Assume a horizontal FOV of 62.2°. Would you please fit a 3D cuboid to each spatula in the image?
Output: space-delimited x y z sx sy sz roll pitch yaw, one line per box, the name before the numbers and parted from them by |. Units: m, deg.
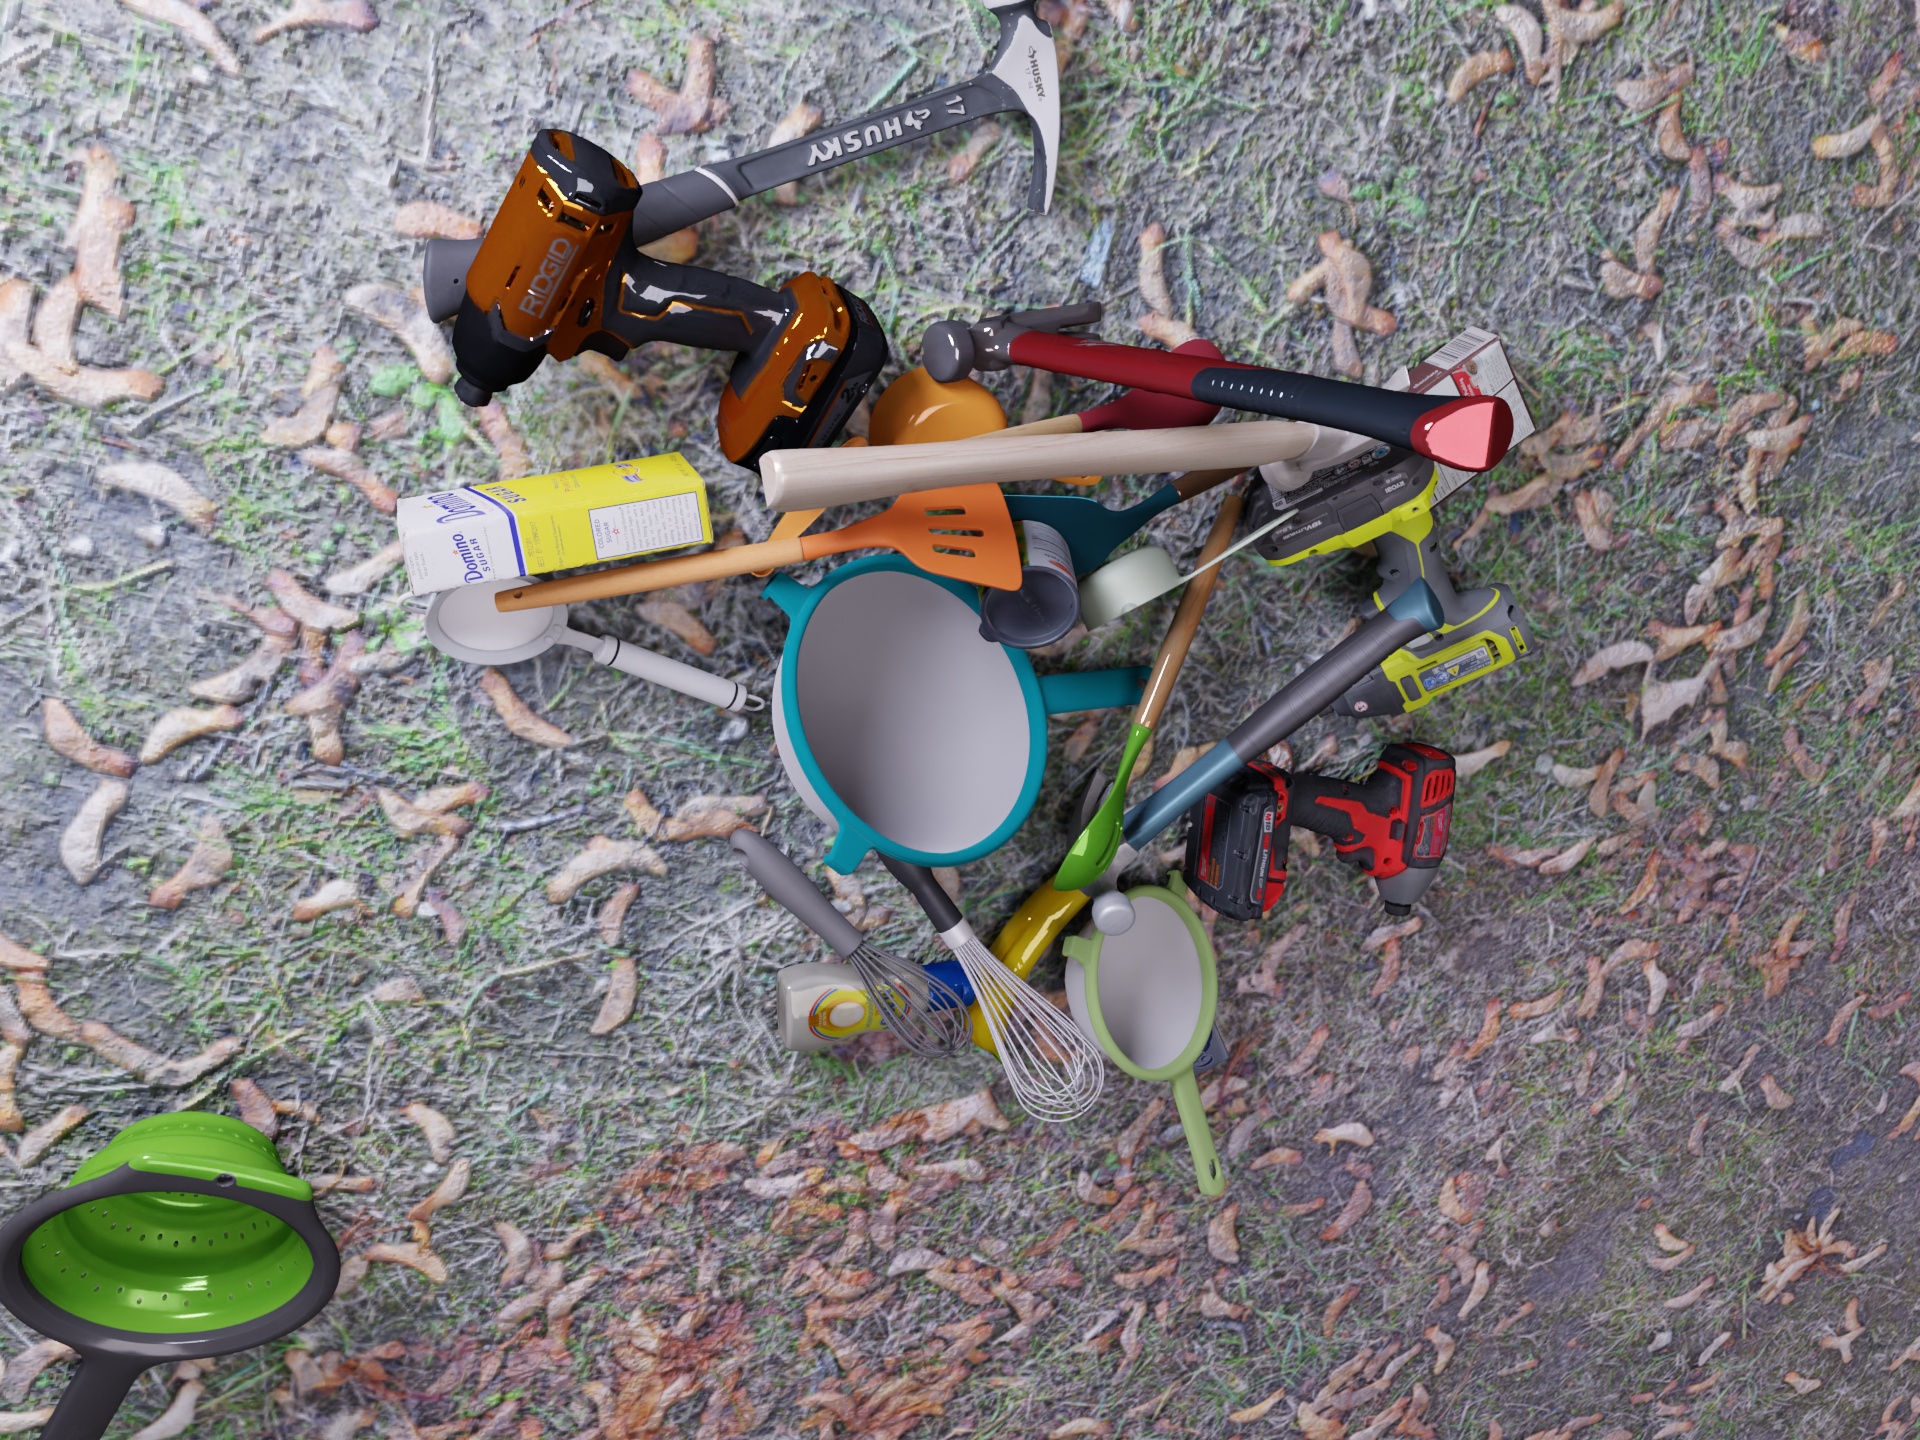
spatula | -0.121 -0.097 0.980 0.322 0.041 0.081 -11 72 -7
spatula | 0.162 -0.174 1.113 0.317 0.044 0.082 -28 131 -20

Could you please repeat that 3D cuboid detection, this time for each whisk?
whisk | -0.078 0.162 1.149 0.055 0.055 0.239 -44 103 2
whisk | 0.014 0.183 1.182 0.070 0.070 0.284 -35 101 -3

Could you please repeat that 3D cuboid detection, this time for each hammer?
hammer | 0.081 -0.166 0.974 0.410 0.146 0.038 -8 83 -23
hammer | 0.148 -0.196 0.904 0.143 0.387 0.038 -18 118 -34
hammer | -0.125 -0.321 0.951 0.409 0.036 0.149 -23 120 -10
hammer | 0.210 0.015 1.148 0.331 0.128 0.033 -39 126 12

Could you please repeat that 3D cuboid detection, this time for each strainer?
strainer | -0.237 -0.049 1.026 0.258 0.050 0.087 22 130 -34
strainer | 0.147 0.256 1.258 0.151 0.069 0.256 -25 101 -43
strainer | -0.002 -0.004 1.107 0.340 0.095 0.211 -7 79 -41

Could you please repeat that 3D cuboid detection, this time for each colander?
colander | -0.554 0.381 1.079 0.204 0.095 0.397 22 121 -28

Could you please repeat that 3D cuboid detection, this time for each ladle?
ladle | 0.053 -0.187 1.029 0.315 0.031 0.069 -19 123 -23

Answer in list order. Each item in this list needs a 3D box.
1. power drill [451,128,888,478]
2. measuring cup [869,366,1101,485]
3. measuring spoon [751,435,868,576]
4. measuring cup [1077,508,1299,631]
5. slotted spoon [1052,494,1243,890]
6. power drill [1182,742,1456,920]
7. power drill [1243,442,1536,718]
power drill | -0.175 -0.220 0.927 0.226 0.084 0.164 19 122 -34
measuring cup | 0.027 -0.177 1.060 0.173 0.052 0.095 11 108 -23
measuring spoon | -0.101 -0.143 1.054 0.021 0.011 0.117 40 92 -18
measuring cup | 0.153 -0.117 1.107 0.167 0.083 0.038 -30 90 16
slotted spoon | 0.140 -0.019 1.138 0.314 0.031 0.070 -67 162 -7
power drill | 0.293 0.094 1.267 0.219 0.079 0.143 -2 106 -24
power drill | 0.307 -0.100 1.177 0.171 0.080 0.223 -25 124 18
